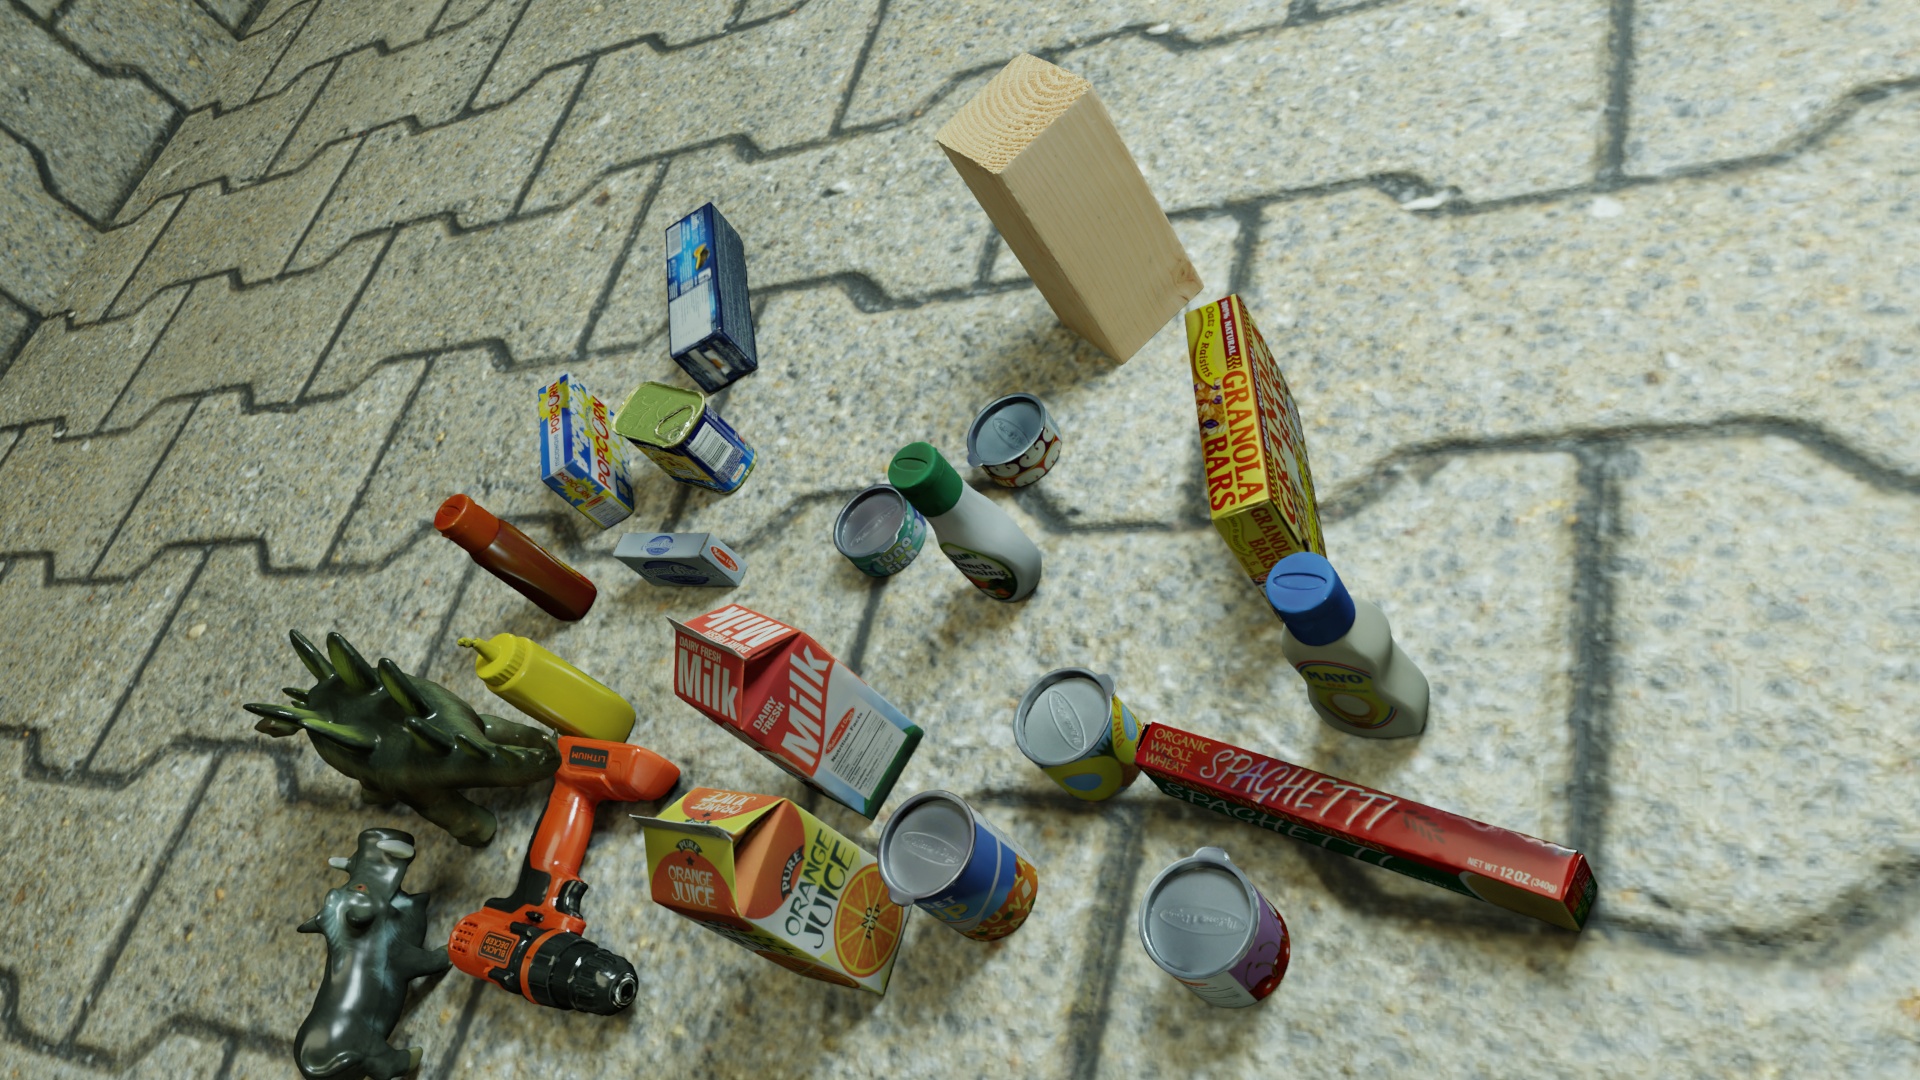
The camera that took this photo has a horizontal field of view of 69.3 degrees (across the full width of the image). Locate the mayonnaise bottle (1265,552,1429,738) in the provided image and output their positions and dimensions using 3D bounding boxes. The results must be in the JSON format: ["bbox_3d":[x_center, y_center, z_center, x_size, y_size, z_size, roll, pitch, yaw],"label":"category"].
[{"bbox_3d":[0.205,0.059,0.749,0.064,0.147,0.041,1,60,35],"label":"mayonnaise bottle"}]

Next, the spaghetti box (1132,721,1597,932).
[{"bbox_3d":[0.207,0.149,0.750,0.250,0.050,0.029,13,67,40],"label":"spaghetti box"}]

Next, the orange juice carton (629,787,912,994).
[{"bbox_3d":[-0.112,0.203,0.827,0.072,0.192,0.073,0,59,35],"label":"orange juice carton"}]

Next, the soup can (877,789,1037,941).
[{"bbox_3d":[-0.002,0.198,0.832,0.071,0.083,0.072,-18,50,23],"label":"soup can"}]

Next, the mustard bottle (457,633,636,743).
[{"bbox_3d":[-0.319,0.110,1.060,0.065,0.160,0.049,7,63,38],"label":"mustard bottle"}]

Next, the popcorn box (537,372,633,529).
[{"bbox_3d":[-0.344,-0.082,1.272,0.038,0.085,0.127,-30,46,13],"label":"popcorn box"}]

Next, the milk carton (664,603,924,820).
[{"bbox_3d":[-0.113,0.104,0.902,0.072,0.190,0.073,17,70,41],"label":"milk carton"}]

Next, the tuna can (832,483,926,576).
[{"bbox_3d":[-0.060,-0.006,1.059,0.071,0.032,0.071,-18,50,23],"label":"tuna can"}]

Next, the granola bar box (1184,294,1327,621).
[{"bbox_3d":[0.186,-0.052,0.861,0.039,0.124,0.166,-18,50,23],"label":"granola bar box"}]

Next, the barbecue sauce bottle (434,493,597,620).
[{"bbox_3d":[-0.379,0.015,1.179,0.065,0.148,0.044,13,67,40],"label":"barbecue sauce bottle"}]

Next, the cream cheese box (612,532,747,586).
[{"bbox_3d":[-0.231,0.016,1.145,0.104,0.053,0.024,0,59,34],"label":"cream cheese box"}]

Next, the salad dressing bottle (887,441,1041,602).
[{"bbox_3d":[0.003,-0.012,0.939,0.064,0.147,0.044,9,64,39],"label":"salad dressing bottle"}]

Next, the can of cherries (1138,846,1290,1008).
[{"bbox_3d":[0.139,0.208,0.747,0.071,0.058,0.072,-18,50,23],"label":"can of cherries"}]

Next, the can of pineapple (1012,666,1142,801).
[{"bbox_3d":[0.076,0.119,0.856,0.071,0.057,0.071,-18,50,23],"label":"can of pineapple"}]

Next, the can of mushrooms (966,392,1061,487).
[{"bbox_3d":[0.039,-0.074,1.041,0.071,0.033,0.071,-18,50,23],"label":"can of mushrooms"}]
